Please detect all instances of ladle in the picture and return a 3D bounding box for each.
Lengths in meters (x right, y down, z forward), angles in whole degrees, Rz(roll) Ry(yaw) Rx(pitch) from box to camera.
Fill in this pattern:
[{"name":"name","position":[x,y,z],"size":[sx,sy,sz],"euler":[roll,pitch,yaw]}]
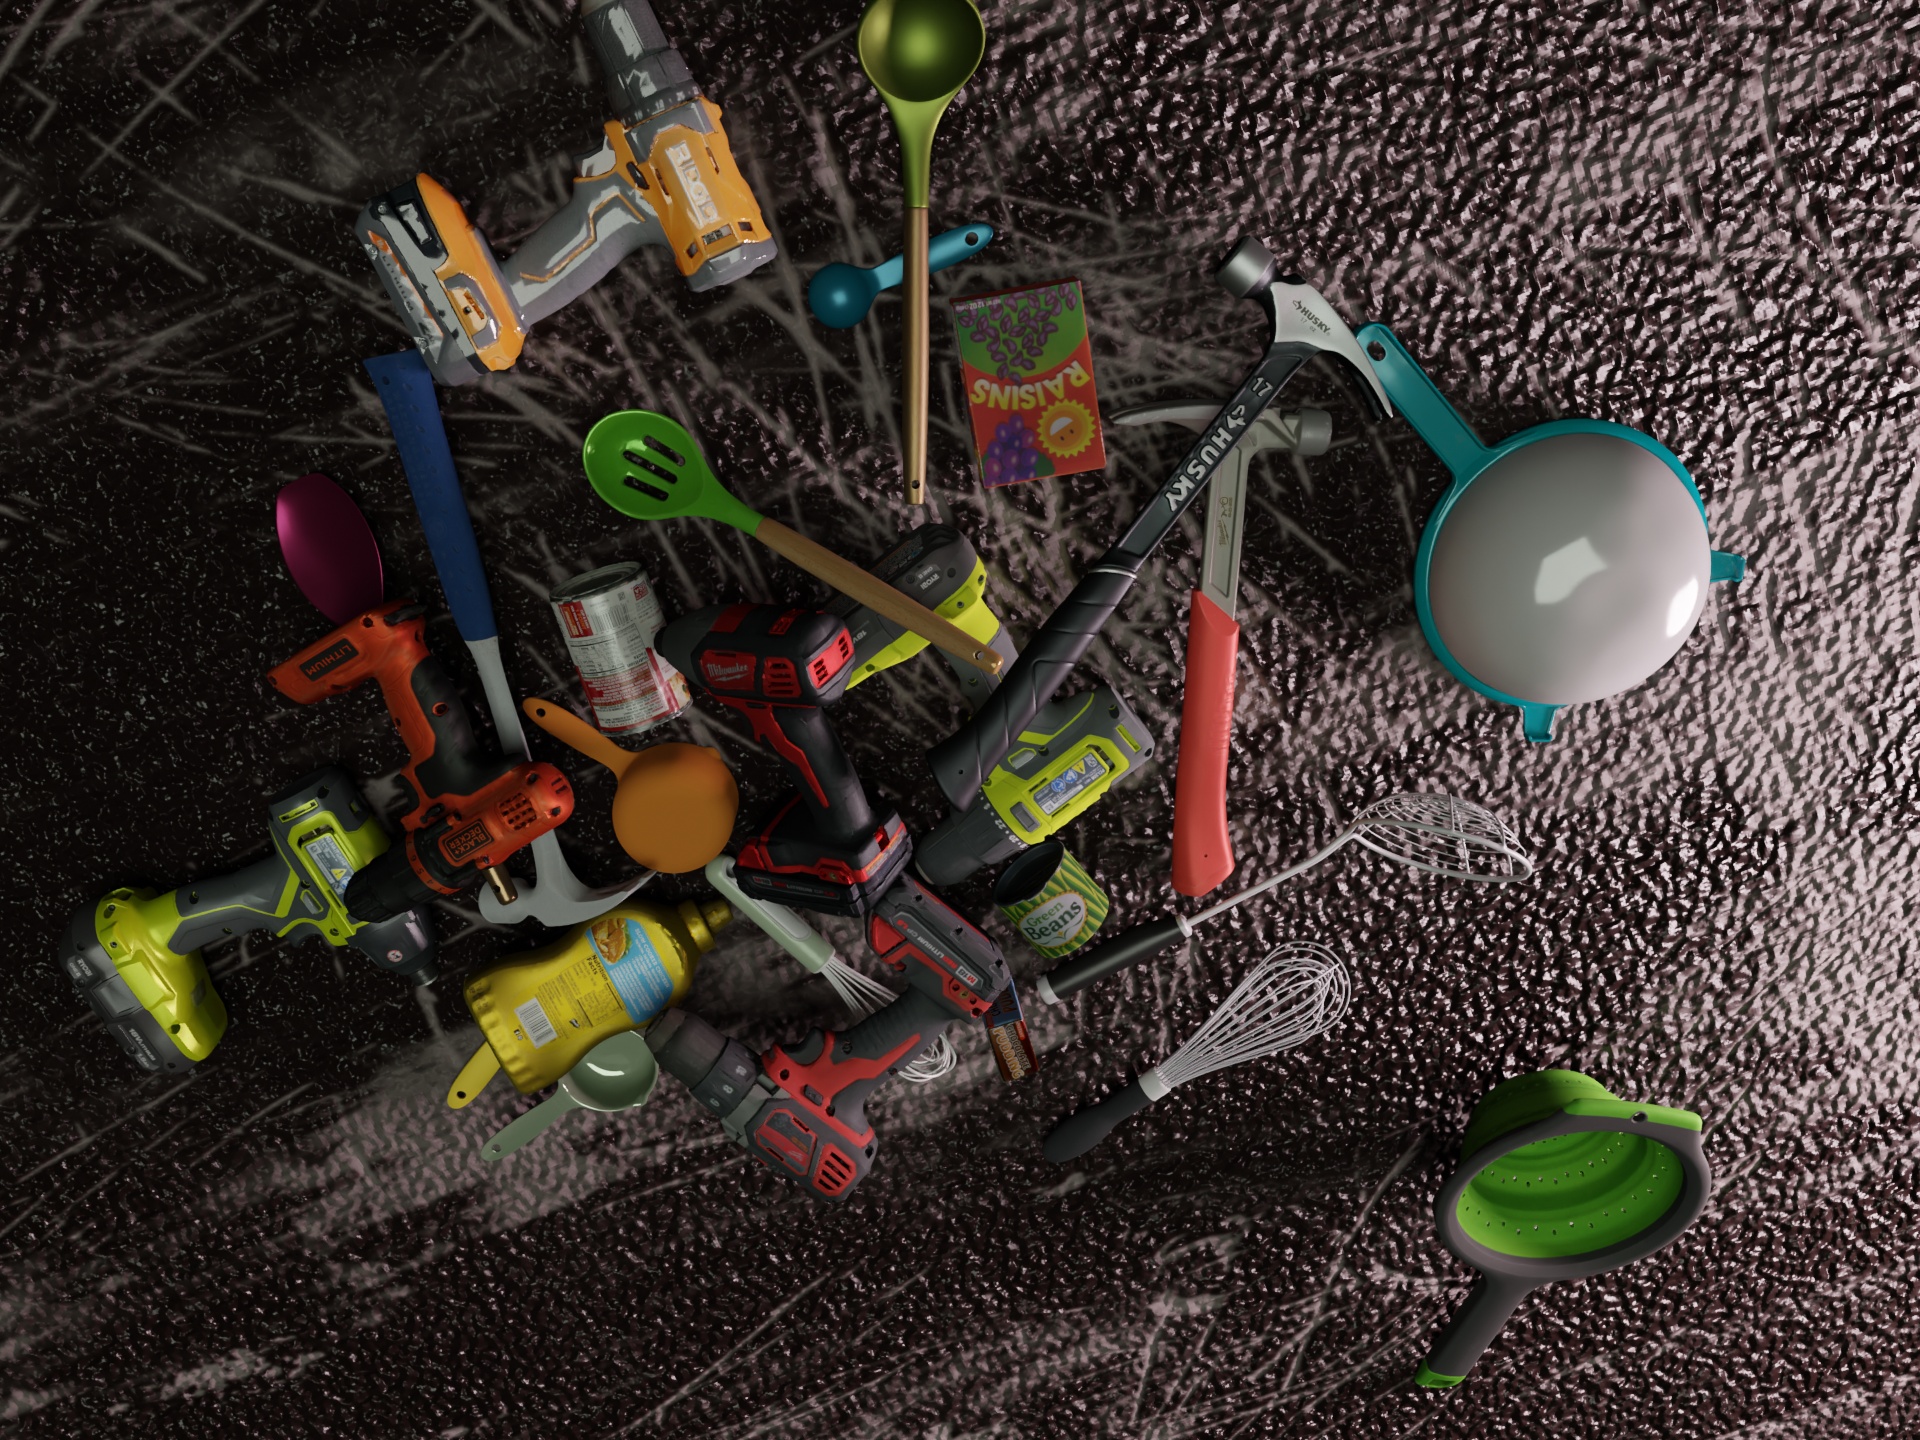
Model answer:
[{"name":"ladle","position":[-0.027,-0.293,0.994],"size":[0.078,0.062,0.320],"euler":[-1,106,-7]}]

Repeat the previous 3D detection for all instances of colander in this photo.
[{"name":"colander","position":[0.448,0.404,1.291],"size":[0.204,0.095,0.396],"euler":[9,127,-7]}]

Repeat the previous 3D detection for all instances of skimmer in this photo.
[{"name":"skimmer","position":[0.230,0.150,1.170],"size":[0.363,0.090,0.127],"euler":[-27,153,10]}]

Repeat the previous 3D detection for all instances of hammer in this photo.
[{"name":"hammer","position":[0.115,-0.108,1.037],"size":[0.149,0.036,0.409],"euler":[38,91,-8]},{"name":"hammer","position":[0.168,-0.044,1.123],"size":[0.149,0.037,0.359],"euler":[1,110,-4]},{"name":"hammer","position":[-0.316,-0.046,1.074],"size":[0.144,0.035,0.405],"euler":[-3,109,27]}]

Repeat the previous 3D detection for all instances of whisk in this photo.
[{"name":"whisk","position":[0.176,0.263,1.231],"size":[0.284,0.070,0.070],"euler":[-37,108,15]},{"name":"whisk","position":[-0.096,0.184,1.187],"size":[0.246,0.058,0.059],"euler":[44,135,-13]}]

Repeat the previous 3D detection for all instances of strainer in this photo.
[{"name":"strainer","position":[0.384,-0.136,1.071],"size":[0.211,0.095,0.340],"euler":[-43,108,12]}]

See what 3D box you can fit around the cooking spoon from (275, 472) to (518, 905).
[{"name":"cooking spoon","position":[-0.378,-0.016,1.084],"size":[0.069,0.017,0.319],"euler":[-21,100,14]}]

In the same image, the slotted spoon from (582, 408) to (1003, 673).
[{"name":"slotted spoon","position":[-0.109,-0.111,1.030],"size":[0.314,0.031,0.070],"euler":[30,96,11]}]

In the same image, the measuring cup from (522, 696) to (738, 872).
[{"name":"measuring cup","position":[-0.236,0.042,1.120],"size":[0.173,0.052,0.095],"euler":[35,105,-17]}]

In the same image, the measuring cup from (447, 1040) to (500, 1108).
[{"name":"measuring cup","position":[-0.342,0.242,1.199],"size":[0.062,0.029,0.156],"euler":[36,102,-15]}]

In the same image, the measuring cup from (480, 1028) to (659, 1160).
[{"name":"measuring cup","position":[-0.301,0.281,1.214],"size":[0.167,0.038,0.083],"euler":[-37,108,12]}]

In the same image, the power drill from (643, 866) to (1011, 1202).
[{"name":"power drill","position":[-0.094,0.210,1.134],"size":[0.188,0.080,0.226],"euler":[40,92,-9]}]

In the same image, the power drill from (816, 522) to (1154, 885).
[{"name":"power drill","position":[-0.002,-0.004,1.108],"size":[0.190,0.080,0.228],"euler":[-37,111,10]}]

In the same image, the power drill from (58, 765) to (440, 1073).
[{"name":"power drill","position":[-0.497,0.153,1.134],"size":[0.223,0.080,0.171],"euler":[-25,109,2]}]

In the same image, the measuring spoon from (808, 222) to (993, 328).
[{"name":"measuring spoon","position":[-0.038,-0.291,1.026],"size":[0.128,0.021,0.042],"euler":[-23,110,4]}]

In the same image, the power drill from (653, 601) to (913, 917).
[{"name":"power drill","position":[-0.121,0.020,1.064],"size":[0.143,0.078,0.219],"euler":[7,128,31]}]

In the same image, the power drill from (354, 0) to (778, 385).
[{"name":"power drill","position":[-0.249,-0.325,0.971],"size":[0.226,0.084,0.185],"euler":[-24,110,1]}]
